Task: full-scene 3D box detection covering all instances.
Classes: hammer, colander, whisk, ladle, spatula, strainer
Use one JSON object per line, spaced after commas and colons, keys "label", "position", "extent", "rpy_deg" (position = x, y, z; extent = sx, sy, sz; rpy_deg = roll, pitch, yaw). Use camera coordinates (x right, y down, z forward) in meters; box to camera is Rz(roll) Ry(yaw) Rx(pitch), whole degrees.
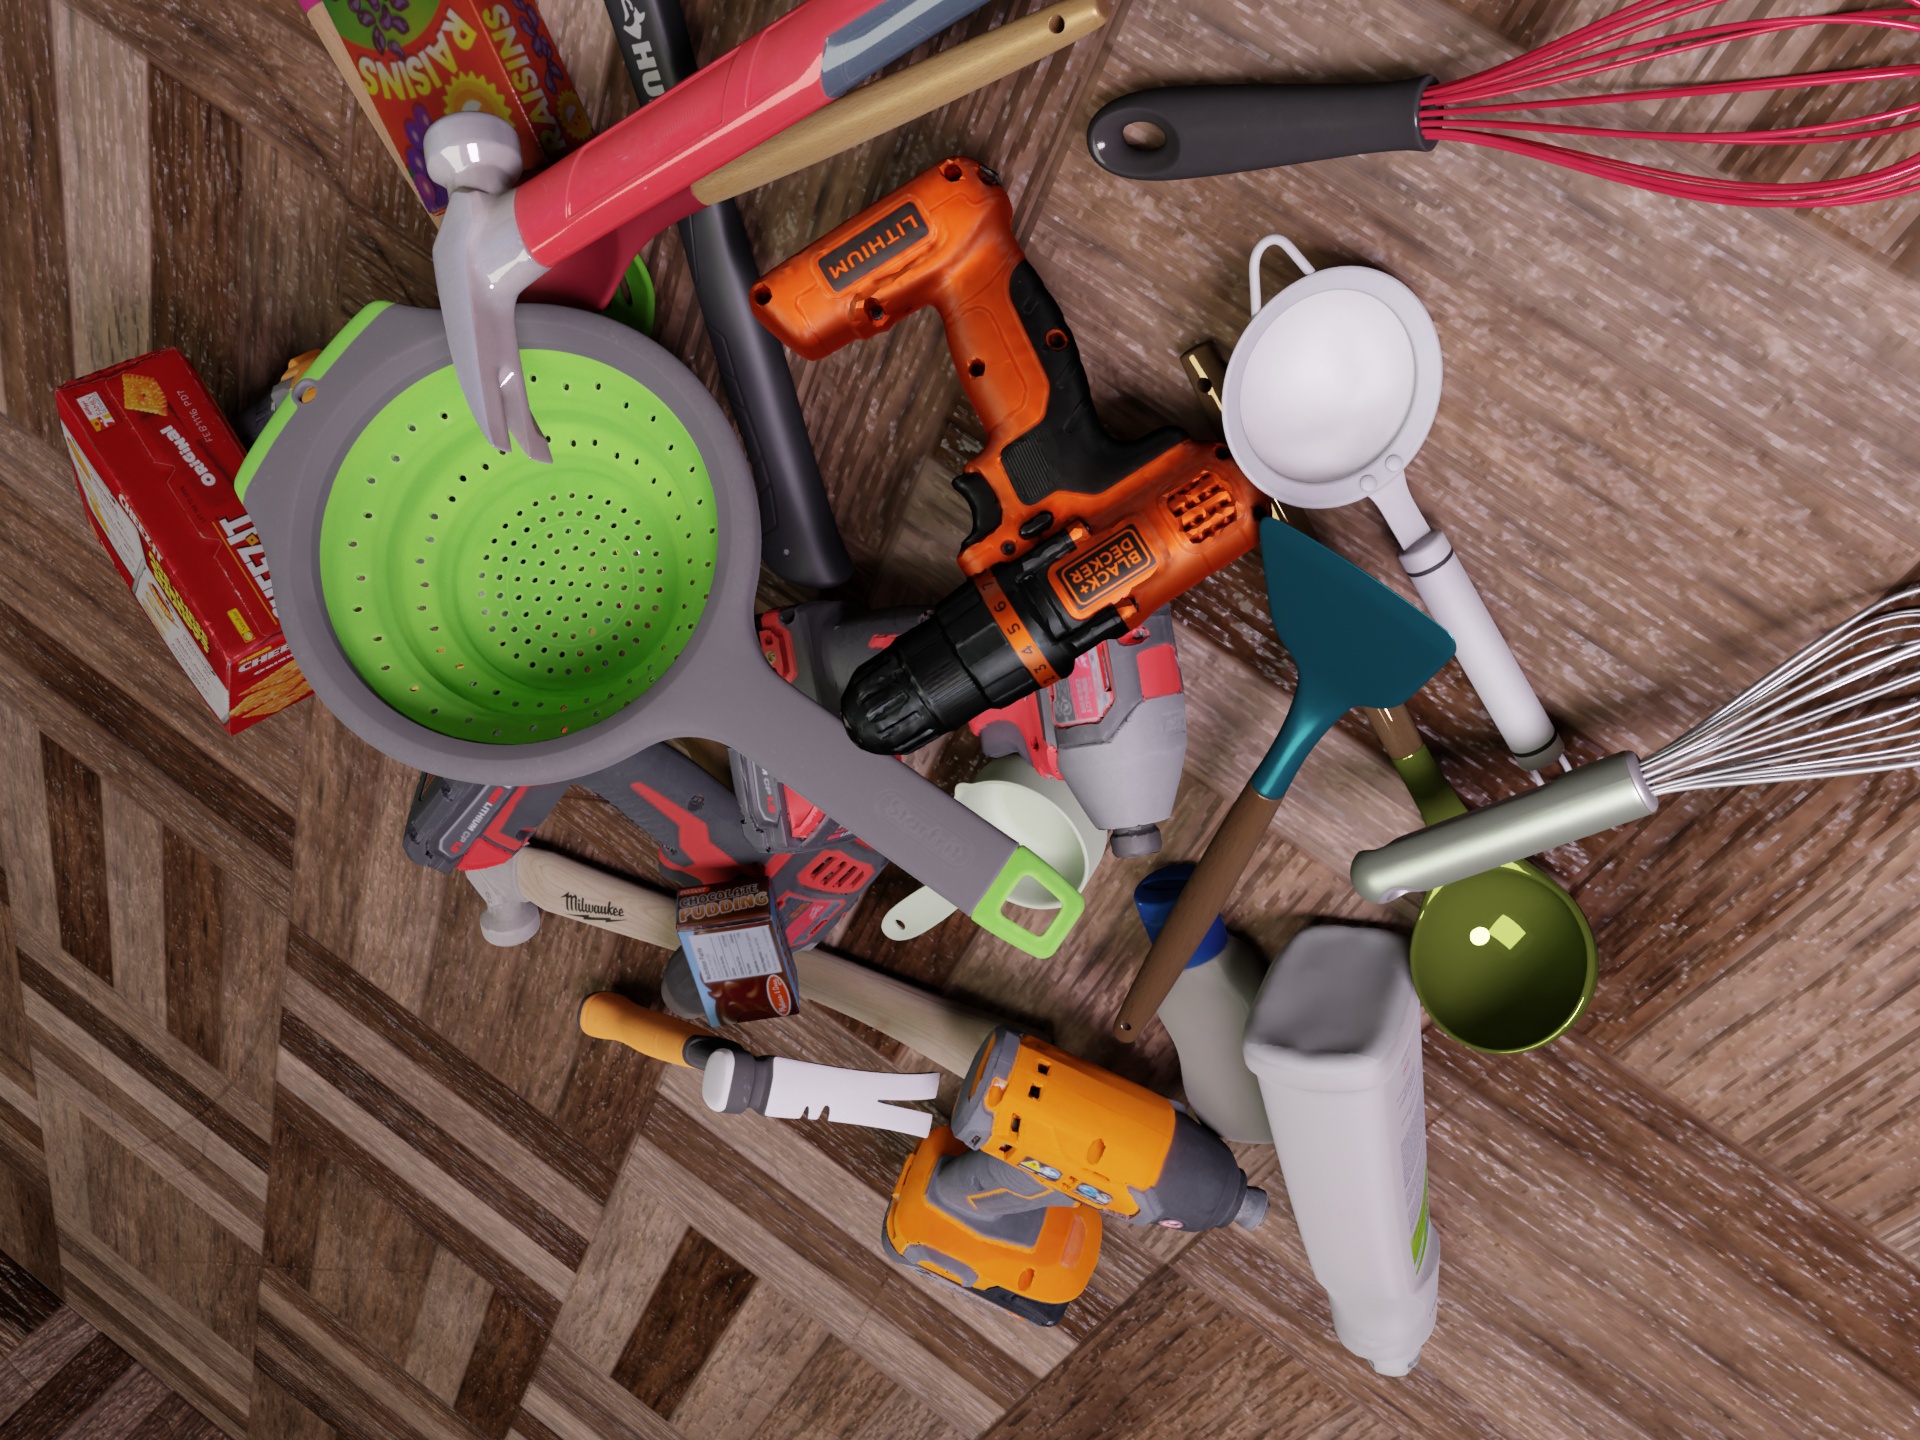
{"label": "hammer", "position": [-0.102, -0.209, 0.679], "extent": [0.146, 0.035, 0.334], "rpy_deg": [5, 124, 32]}
{"label": "colander", "position": [-0.118, -0.024, 0.691], "extent": [0.397, 0.204, 0.094], "rpy_deg": [35, 175, 6]}
{"label": "whisk", "position": [0.254, 0.018, 0.575], "extent": [0.246, 0.057, 0.059], "rpy_deg": [-26, 68, 29]}
{"label": "whisk", "position": [-0.151, -0.022, 0.853], "extent": [0.047, 0.051, 0.244], "rpy_deg": [19, 138, 49]}
{"label": "hammer", "position": [-0.146, 0.194, 0.936], "extent": [0.127, 0.034, 0.337], "rpy_deg": [15, 170, -30]}
{"label": "ladle", "position": [-0.082, -0.216, 0.617], "extent": [0.315, 0.031, 0.069], "rpy_deg": [-10, 113, 33]}
{"label": "ladle", "position": [0.165, -0.005, 0.639], "extent": [0.078, 0.062, 0.320], "rpy_deg": [-22, 105, 35]}
{"label": "spatula", "position": [0.112, 0.048, 0.667], "extent": [0.082, 0.044, 0.317], "rpy_deg": [37, 136, 19]}
{"label": "hammer", "position": [-0.038, -0.223, 0.549], "extent": [0.386, 0.038, 0.143], "rpy_deg": [-20, 76, 28]}
{"label": "hammer", "position": [-0.137, 0.128, 0.951], "extent": [0.411, 0.038, 0.146], "rpy_deg": [16, 128, 23]}
{"label": "whisk", "position": [0.166, -0.193, 0.500], "extent": [0.296, 0.073, 0.073], "rpy_deg": [10, 127, 36]}
{"label": "strainer", "position": [0.169, -0.069, 0.599], "extent": [0.087, 0.050, 0.258], "rpy_deg": [-36, 109, 0]}

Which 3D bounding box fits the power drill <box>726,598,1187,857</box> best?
{"label": "power drill", "position": [-0.001, -0.002, 0.711], "extent": [0.220, 0.078, 0.143], "rpy_deg": [-10, 90, 36]}

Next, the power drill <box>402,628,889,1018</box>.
{"label": "power drill", "position": [-0.169, 0.069, 0.835], "extent": [0.226, 0.080, 0.188], "rpy_deg": [28, 125, -25]}

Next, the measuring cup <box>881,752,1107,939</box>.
{"label": "measuring cup", "position": [0.011, 0.071, 0.810], "extent": [0.083, 0.038, 0.167], "rpy_deg": [46, 137, -4]}

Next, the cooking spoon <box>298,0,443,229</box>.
{"label": "cooking spoon", "position": [-0.281, -0.306, 0.737], "extent": [0.069, 0.017, 0.318], "rpy_deg": [-16, 112, 41]}

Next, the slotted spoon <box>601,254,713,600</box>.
{"label": "slotted spoon", "position": [-0.140, -0.106, 0.785], "extent": [0.070, 0.031, 0.313], "rpy_deg": [-8, 120, 21]}

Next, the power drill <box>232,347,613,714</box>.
{"label": "power drill", "position": [-0.302, -0.094, 0.869], "extent": [0.185, 0.084, 0.226], "rpy_deg": [-6, 114, 39]}

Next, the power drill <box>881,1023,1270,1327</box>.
{"label": "power drill", "position": [0.055, 0.254, 0.856], "extent": [0.164, 0.084, 0.226], "rpy_deg": [25, 143, -2]}
